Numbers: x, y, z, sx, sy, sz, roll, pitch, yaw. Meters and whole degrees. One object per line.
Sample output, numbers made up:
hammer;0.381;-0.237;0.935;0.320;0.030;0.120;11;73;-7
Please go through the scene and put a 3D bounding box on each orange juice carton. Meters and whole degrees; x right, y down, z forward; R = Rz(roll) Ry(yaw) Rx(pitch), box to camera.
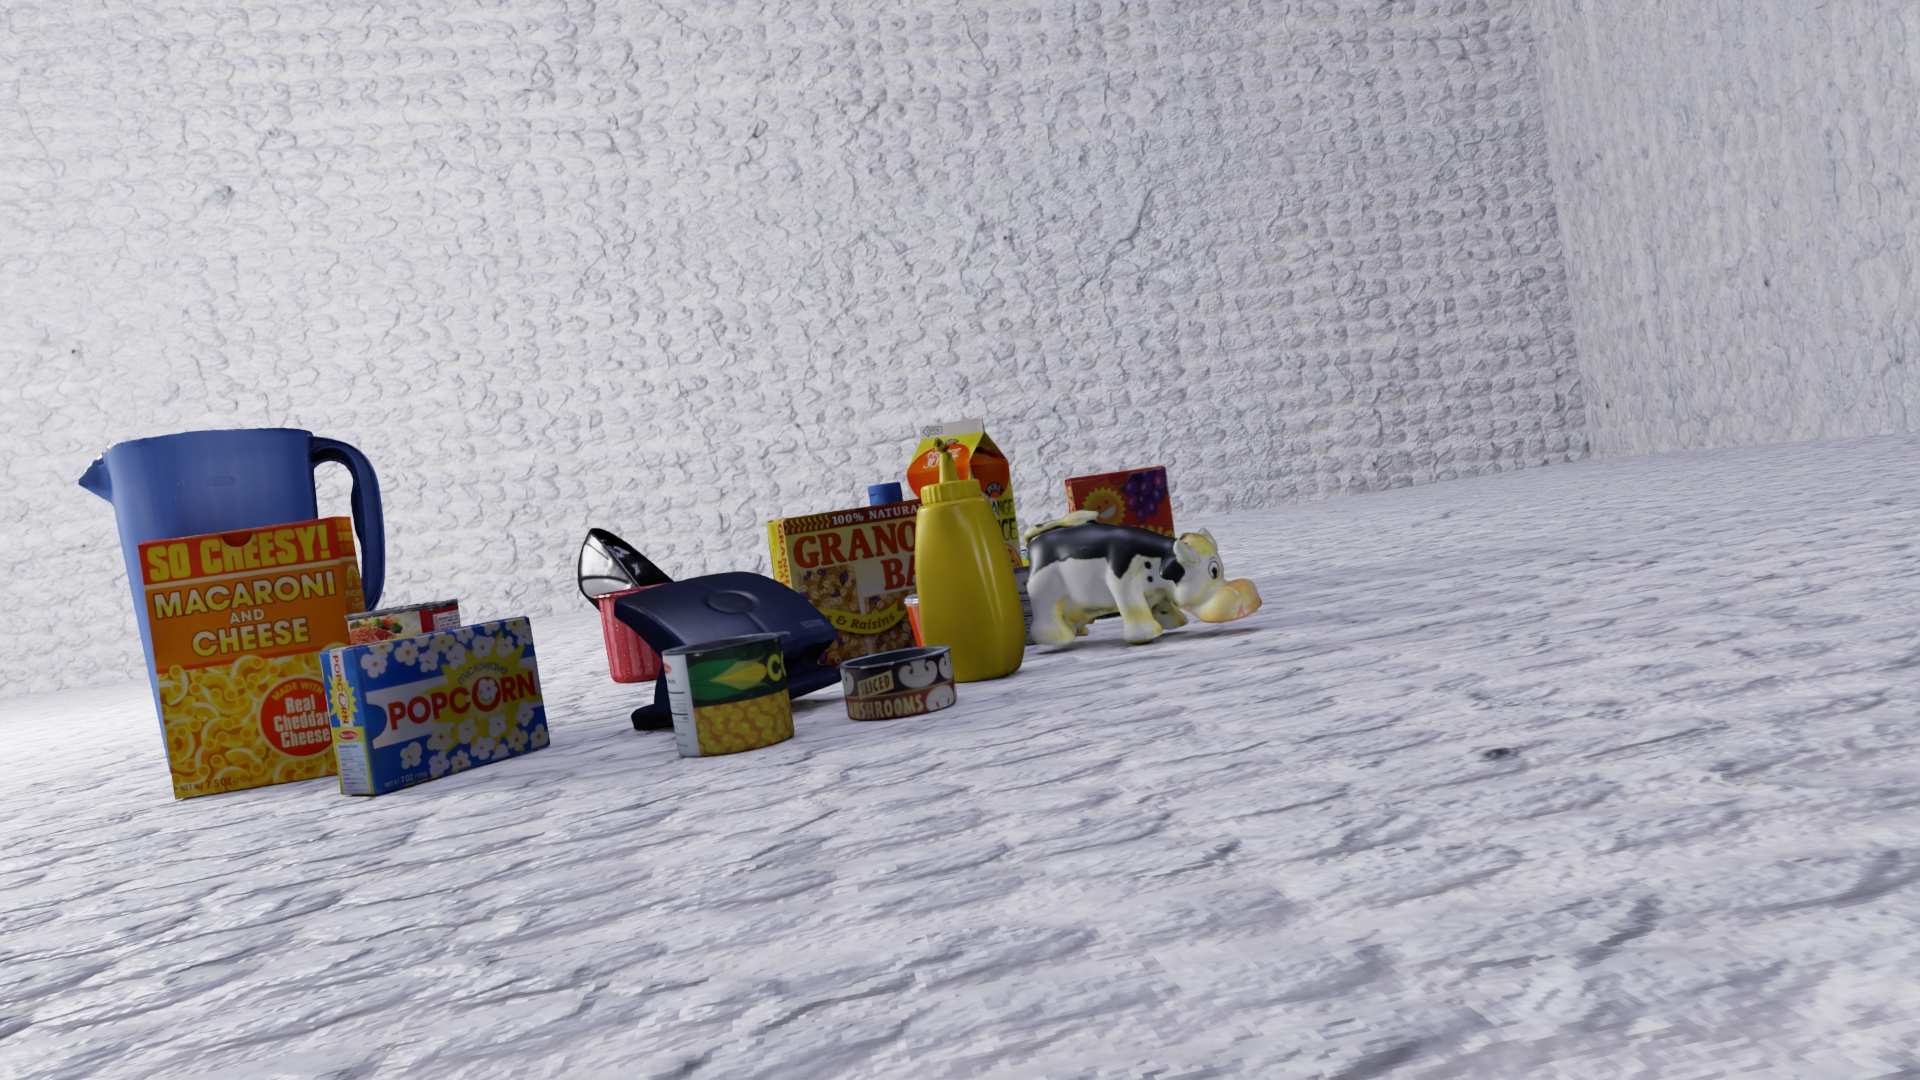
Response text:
orange juice carton;0.005;-0.016;1.296;0.071;0.192;0.073;-8;1;33

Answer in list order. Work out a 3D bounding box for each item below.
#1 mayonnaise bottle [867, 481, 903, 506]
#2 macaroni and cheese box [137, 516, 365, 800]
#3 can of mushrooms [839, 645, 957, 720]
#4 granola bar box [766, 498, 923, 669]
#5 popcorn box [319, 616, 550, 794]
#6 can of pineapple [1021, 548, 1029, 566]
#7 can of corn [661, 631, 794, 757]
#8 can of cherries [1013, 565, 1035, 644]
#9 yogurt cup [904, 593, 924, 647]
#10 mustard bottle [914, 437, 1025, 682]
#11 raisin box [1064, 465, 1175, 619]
mayonnaise bottle;-0.072;0.012;1.491;0.041;0.148;0.064;-9;1;-38
macaroni and cheese box;-0.452;0.074;0.903;0.124;0.166;0.040;-8;1;-7
can of mushrooms;-0.037;0.083;0.811;0.071;0.033;0.071;-8;1;0
granola bar box;-0.066;0.033;1.116;0.166;0.124;0.039;-9;1;-31
popcorn box;-0.313;0.097;0.835;0.038;0.085;0.127;-8;1;33
can of pineapple;0.088;0.035;1.452;0.071;0.058;0.071;-8;1;0
can of corn;-0.126;0.085;0.773;0.071;0.058;0.071;-8;1;0
can of cherries;0.053;0.050;1.092;0.071;0.058;0.071;-8;1;0
yogurt cup;-0.003;0.063;1.002;0.072;0.054;0.072;-8;1;0
mustard bottle;0.002;0.011;0.909;0.065;0.160;0.049;-8;1;25
raisin box;0.141;0.001;1.201;0.086;0.123;0.040;-8;1;-4
